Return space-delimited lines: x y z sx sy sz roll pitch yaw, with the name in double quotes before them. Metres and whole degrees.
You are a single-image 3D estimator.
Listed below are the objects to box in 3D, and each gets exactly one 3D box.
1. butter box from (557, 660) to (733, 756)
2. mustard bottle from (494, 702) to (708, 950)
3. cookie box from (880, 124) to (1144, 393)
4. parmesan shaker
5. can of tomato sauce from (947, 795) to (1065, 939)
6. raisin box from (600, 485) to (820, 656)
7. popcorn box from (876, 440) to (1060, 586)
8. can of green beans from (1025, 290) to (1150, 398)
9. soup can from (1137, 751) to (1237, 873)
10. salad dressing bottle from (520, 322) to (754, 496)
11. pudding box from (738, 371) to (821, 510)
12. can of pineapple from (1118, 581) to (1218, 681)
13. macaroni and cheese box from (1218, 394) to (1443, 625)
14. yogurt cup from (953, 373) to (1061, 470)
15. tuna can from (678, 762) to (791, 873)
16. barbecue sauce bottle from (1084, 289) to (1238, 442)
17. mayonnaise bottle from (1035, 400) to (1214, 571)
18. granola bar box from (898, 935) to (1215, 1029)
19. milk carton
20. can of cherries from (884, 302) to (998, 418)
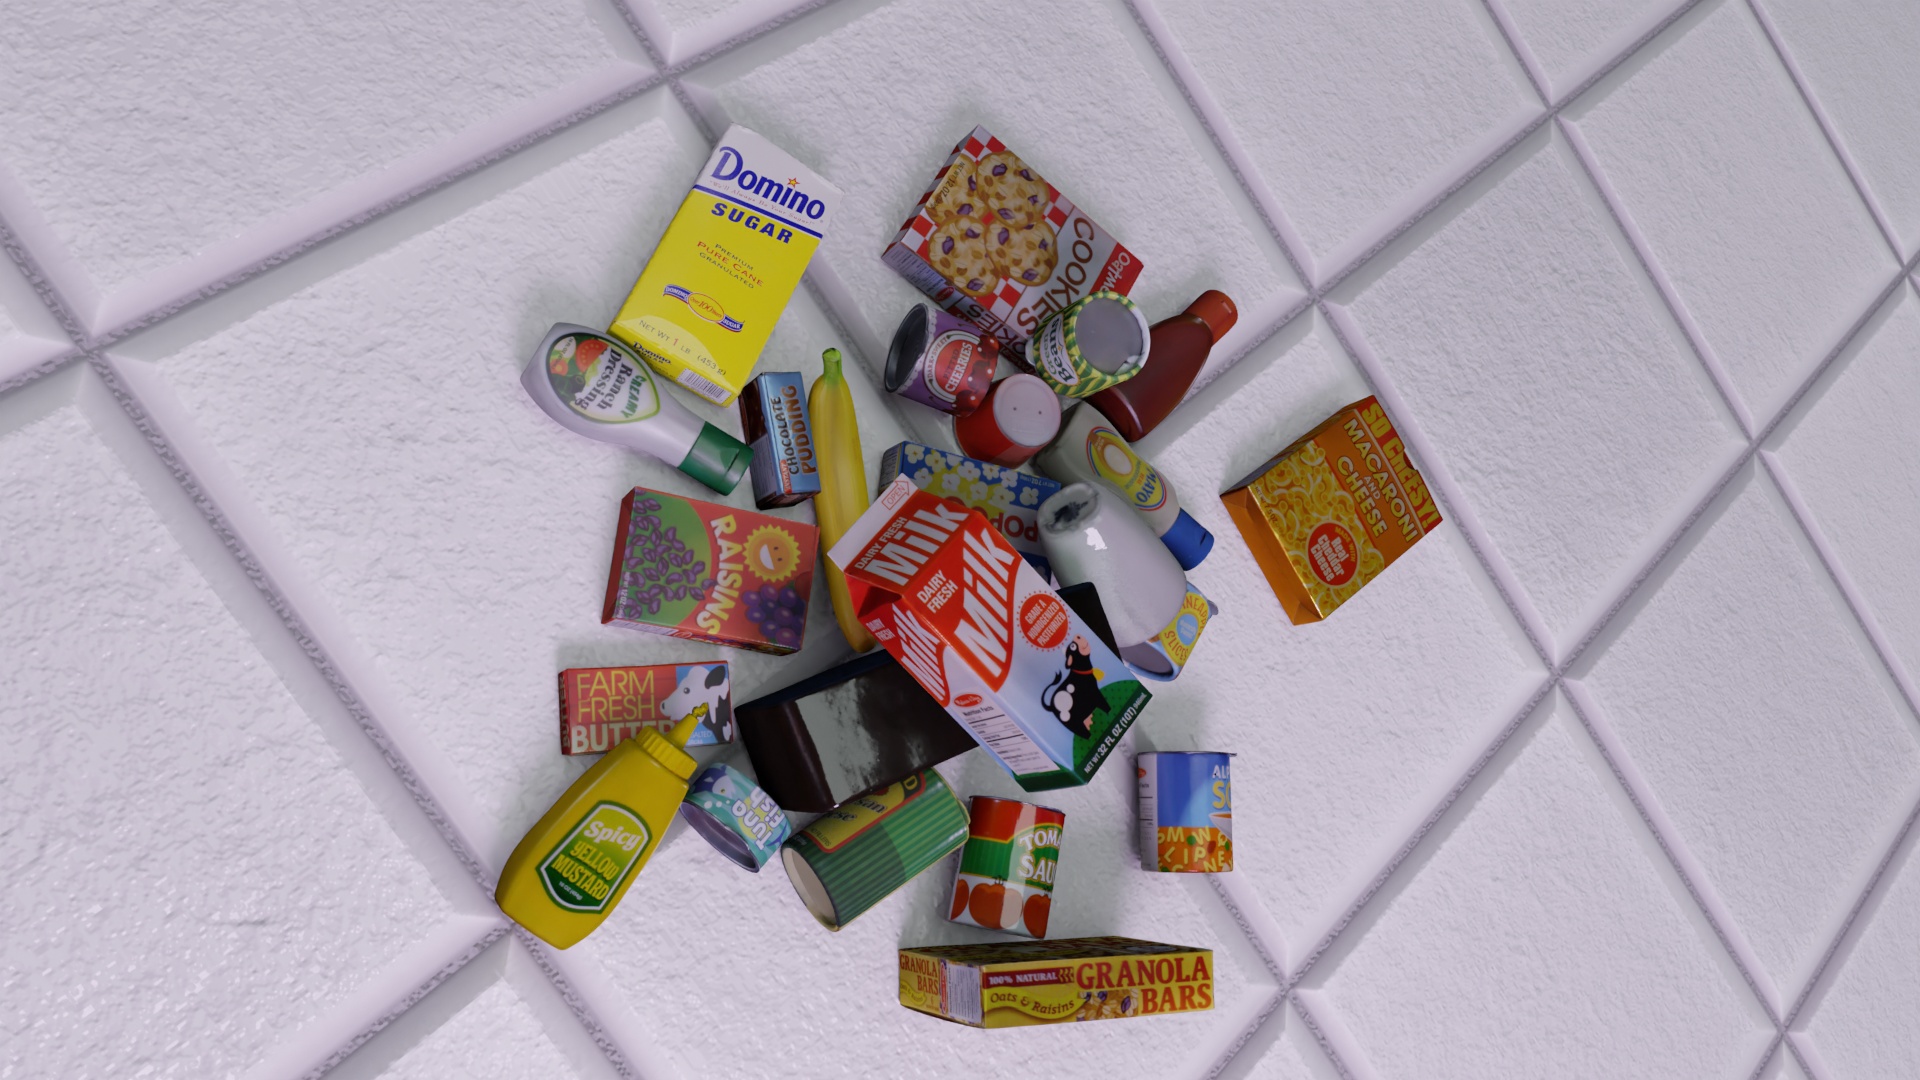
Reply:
"butter box" -0.194 0.103 0.857 0.104 0.024 0.053 0 80 -27
"mustard bottle" -0.201 0.158 0.812 0.065 0.049 0.160 42 77 -22
"cookie box" 0.042 -0.208 1.034 0.167 0.040 0.123 37 66 -16
"parmesan shaker" -0.053 0.192 0.881 0.103 0.071 0.071 -30 93 -28
"can of tomato sauce" 0.032 0.217 0.920 0.071 0.071 0.083 18 72 -22
"raisin box" -0.158 0.021 0.885 0.123 0.040 0.086 13 73 -24
"popcorn box" 0.003 -0.012 0.973 0.127 0.038 0.085 14 72 -23
"can of green beans" 0.093 -0.139 0.988 0.071 0.057 0.071 3 82 -24
"soup can" 0.163 0.193 0.991 0.071 0.071 0.084 5 77 -25
"salad dressing bottle" -0.203 -0.081 0.882 0.147 0.044 0.064 32 68 -18
"pudding box" -0.120 -0.066 0.917 0.030 0.049 0.084 -7 82 -29
"can of pineapple" 0.142 0.061 1.009 0.071 0.071 0.058 39 66 -14
"macaroni and cheese box" 0.304 -0.026 1.125 0.167 0.040 0.123 -33 95 -28
"yogurt cup" 0.036 -0.087 0.997 0.072 0.054 0.072 5 78 -25
"tuna can" -0.136 0.168 0.846 0.071 0.071 0.033 47 63 -11
"barbecue sauce bottle" 0.160 -0.141 1.077 0.149 0.043 0.065 -43 100 -28
"mayonnaise bottle" 0.126 -0.036 1.036 0.148 0.041 0.065 39 53 -14
"granola bar box" 0.059 0.281 0.889 0.166 0.124 0.039 5 78 -26
"milk carton" 0.011 0.052 0.795 0.190 0.073 0.072 46 63 -9
"can of cherries" -0.013 -0.125 0.971 0.058 0.071 0.071 19 71 -22
